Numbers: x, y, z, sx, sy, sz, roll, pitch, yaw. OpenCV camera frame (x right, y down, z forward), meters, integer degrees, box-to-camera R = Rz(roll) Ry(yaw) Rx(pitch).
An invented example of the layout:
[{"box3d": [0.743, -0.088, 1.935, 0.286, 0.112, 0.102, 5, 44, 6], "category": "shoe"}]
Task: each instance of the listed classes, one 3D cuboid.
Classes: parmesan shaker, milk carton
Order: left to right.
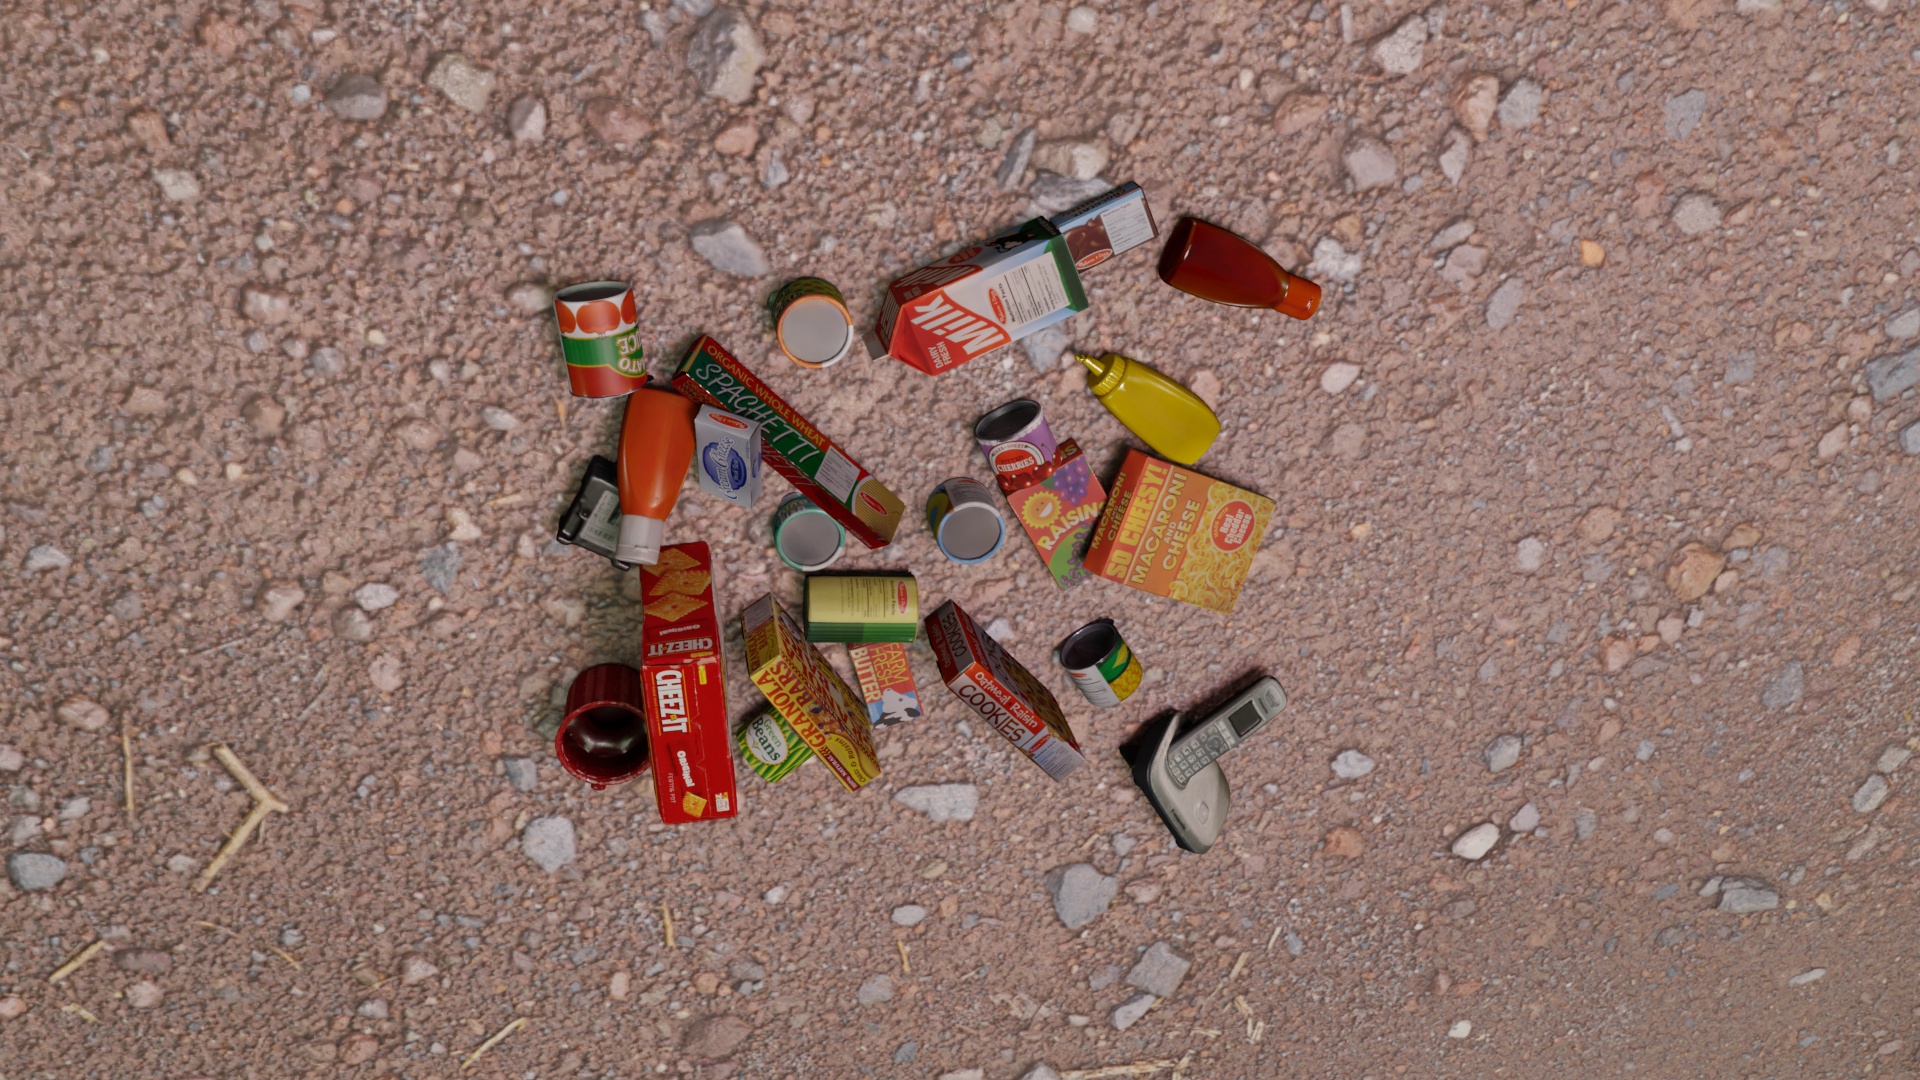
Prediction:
[{"box3d": [-0.096, 0.062, 1.320, 0.103, 0.071, 0.071, 1, 115, -11], "category": "parmesan shaker"}, {"box3d": [0.006, -0.205, 1.207, 0.191, 0.072, 0.073, -24, 118, -1], "category": "milk carton"}]

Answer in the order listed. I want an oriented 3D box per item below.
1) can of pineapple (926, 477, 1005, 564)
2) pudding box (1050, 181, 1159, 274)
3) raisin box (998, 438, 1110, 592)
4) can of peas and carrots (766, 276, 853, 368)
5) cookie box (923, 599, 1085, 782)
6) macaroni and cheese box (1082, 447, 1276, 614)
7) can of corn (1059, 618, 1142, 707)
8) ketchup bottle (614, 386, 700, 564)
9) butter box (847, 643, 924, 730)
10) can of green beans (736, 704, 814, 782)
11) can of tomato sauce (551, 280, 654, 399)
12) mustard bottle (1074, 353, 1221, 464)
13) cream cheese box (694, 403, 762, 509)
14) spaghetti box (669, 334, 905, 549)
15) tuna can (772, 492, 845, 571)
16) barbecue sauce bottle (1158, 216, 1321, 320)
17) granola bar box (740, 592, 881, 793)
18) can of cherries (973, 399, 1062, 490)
[{"box3d": [0.005, -0.016, 1.305, 0.071, 0.058, 0.070, -5, 117, -10], "category": "can of pineapple"}, {"box3d": [0.126, -0.275, 1.222, 0.084, 0.030, 0.049, -25, 119, 1], "category": "pudding box"}, {"box3d": [0.103, -0.024, 1.334, 0.086, 0.040, 0.123, -30, 119, 4], "category": "raisin box"}, {"box3d": [-0.130, -0.188, 1.193, 0.071, 0.059, 0.070, -5, 116, -10], "category": "can of peas and carrots"}, {"box3d": [0.041, 0.146, 1.355, 0.040, 0.123, 0.167, -42, 117, 9], "category": "cookie box"}, {"box3d": [0.211, -0.007, 1.335, 0.166, 0.040, 0.123, 16, 99, -31], "category": "macaroni and cheese box"}, {"box3d": [0.144, 0.123, 1.400, 0.071, 0.071, 0.058, -33, 118, 5], "category": "can of corn"}, {"box3d": [-0.267, -0.055, 1.198, 0.065, 0.043, 0.149, 12, 80, -21], "category": "ketchup bottle"}, {"box3d": [-0.074, 0.137, 1.382, 0.053, 0.024, 0.103, -16, 118, -3], "category": "butter box"}, {"box3d": [-0.178, 0.195, 1.364, 0.058, 0.071, 0.071, -36, 117, 7], "category": "can of green beans"}, {"box3d": [-0.299, -0.169, 1.162, 0.071, 0.071, 0.082, -8, 116, -8], "category": "can of tomato sauce"}, {"box3d": [0.168, -0.133, 1.289, 0.160, 0.049, 0.065, 32, 105, -23], "category": "mustard bottle"}, {"box3d": [-0.203, -0.073, 1.217, 0.053, 0.024, 0.103, 20, 145, 6], "category": "cream cheese box"}, {"box3d": [-0.151, -0.085, 1.241, 0.249, 0.050, 0.028, 41, 141, -25], "category": "spaghetti box"}, {"box3d": [-0.142, -0.009, 1.292, 0.071, 0.033, 0.070, -5, 117, -10], "category": "tuna can"}, {"box3d": [0.257, -0.240, 1.260, 0.148, 0.044, 0.064, 17, 111, -20], "category": "barbecue sauce bottle"}, {"box3d": [-0.143, 0.144, 1.314, 0.039, 0.124, 0.165, -34, 117, 4], "category": "granola bar box"}, {"box3d": [0.053, -0.086, 1.275, 0.071, 0.072, 0.058, -25, 119, 1], "category": "can of cherries"}]
